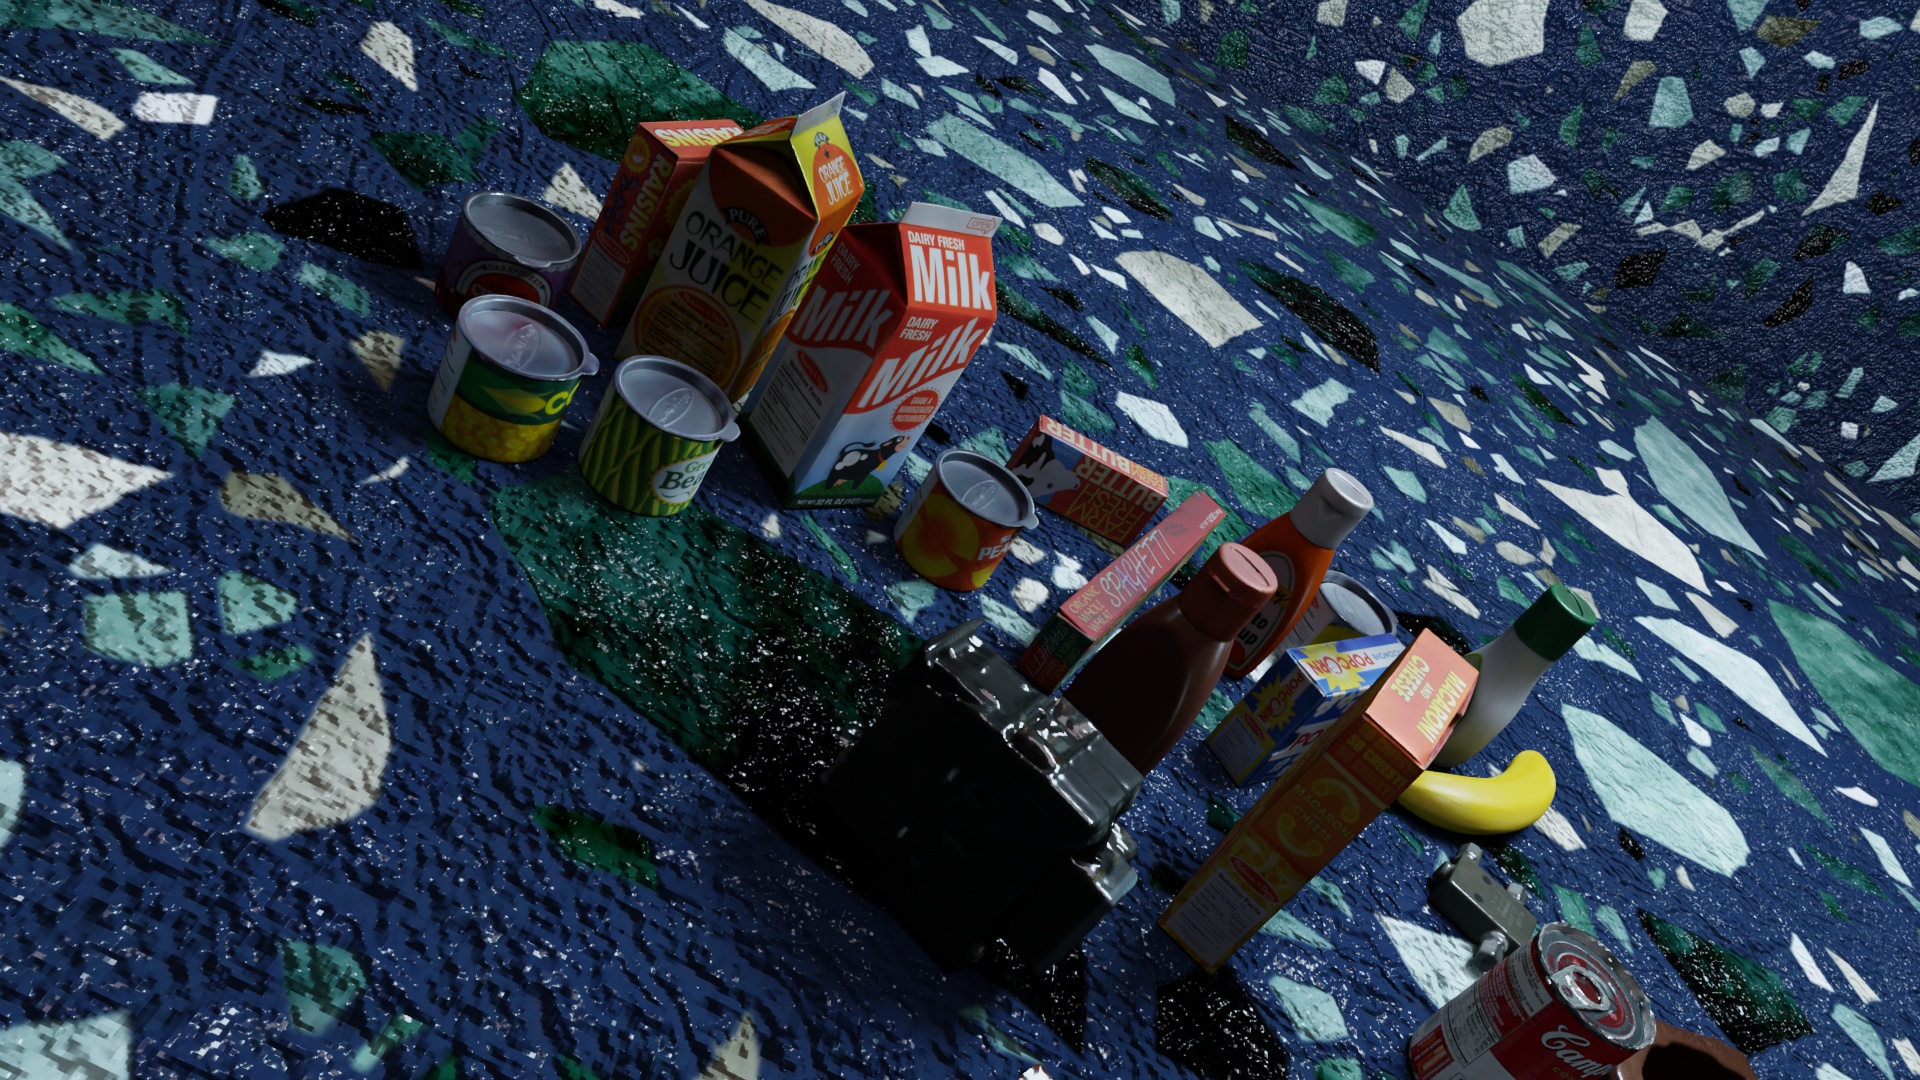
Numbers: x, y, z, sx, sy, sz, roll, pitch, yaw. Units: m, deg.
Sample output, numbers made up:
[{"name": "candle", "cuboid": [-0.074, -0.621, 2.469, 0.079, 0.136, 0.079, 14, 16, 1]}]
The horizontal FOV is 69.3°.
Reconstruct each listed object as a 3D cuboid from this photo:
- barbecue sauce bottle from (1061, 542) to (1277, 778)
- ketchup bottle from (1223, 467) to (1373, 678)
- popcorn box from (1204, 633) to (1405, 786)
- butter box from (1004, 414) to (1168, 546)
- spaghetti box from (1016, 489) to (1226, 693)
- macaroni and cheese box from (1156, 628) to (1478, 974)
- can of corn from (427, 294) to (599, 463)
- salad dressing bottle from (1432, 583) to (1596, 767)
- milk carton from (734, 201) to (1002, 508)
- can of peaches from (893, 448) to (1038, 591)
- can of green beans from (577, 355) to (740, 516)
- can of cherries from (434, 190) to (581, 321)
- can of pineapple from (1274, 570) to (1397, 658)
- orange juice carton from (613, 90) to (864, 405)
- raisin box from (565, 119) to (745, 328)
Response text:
[{"name": "barbecue sauce bottle", "cuboid": [0.110, 0.065, 0.739, 0.044, 0.147, 0.065, -8, 51, -49]}, {"name": "ketchup bottle", "cuboid": [0.203, 0.019, 0.887, 0.065, 0.148, 0.044, 42, 32, 12]}, {"name": "popcorn box", "cuboid": [0.220, 0.102, 0.851, 0.127, 0.084, 0.038, -2, 47, -45]}, {"name": "butter box", "cuboid": [0.085, -0.040, 0.948, 0.103, 0.053, 0.024, 26, 32, -14]}, {"name": "spaghetti box", "cuboid": [0.108, 0.026, 0.884, 0.029, 0.050, 0.251, 41, 32, 10]}, {"name": "macaroni and cheese box", "cuboid": [0.182, 0.130, 0.700, 0.040, 0.165, 0.124, 43, 32, 13]}, {"name": "can of corn", "cuboid": [-0.228, -0.081, 0.708, 0.071, 0.058, 0.071, 24, 33, -17]}, {"name": "salad dressing bottle", "cuboid": [0.364, 0.092, 0.939, 0.044, 0.147, 0.064, 28, 32, -11]}, {"name": "milk carton", "cuboid": [-0.048, -0.110, 0.789, 0.072, 0.189, 0.073, -3, 48, -46]}, {"name": "can of peaches", "cuboid": [0.003, -0.010, 0.828, 0.071, 0.057, 0.071, 24, 33, -17]}, {"name": "can of green beans", "cuboid": [-0.162, -0.055, 0.735, 0.071, 0.057, 0.071, 24, 33, -17]}, {"name": "can of cherries", "cuboid": [-0.255, -0.152, 0.780, 0.071, 0.058, 0.072, 24, 33, -17]}, {"name": "can of pineapple", "cuboid": [0.260, 0.065, 0.965, 0.071, 0.057, 0.071, 24, 33, -17]}, {"name": "orange juice carton", "cuboid": [-0.120, -0.170, 0.800, 0.073, 0.191, 0.072, 35, 31, 0]}, {"name": "raisin box", "cuboid": [-0.178, -0.193, 0.845, 0.040, 0.122, 0.086, 43, 32, 13]}]
